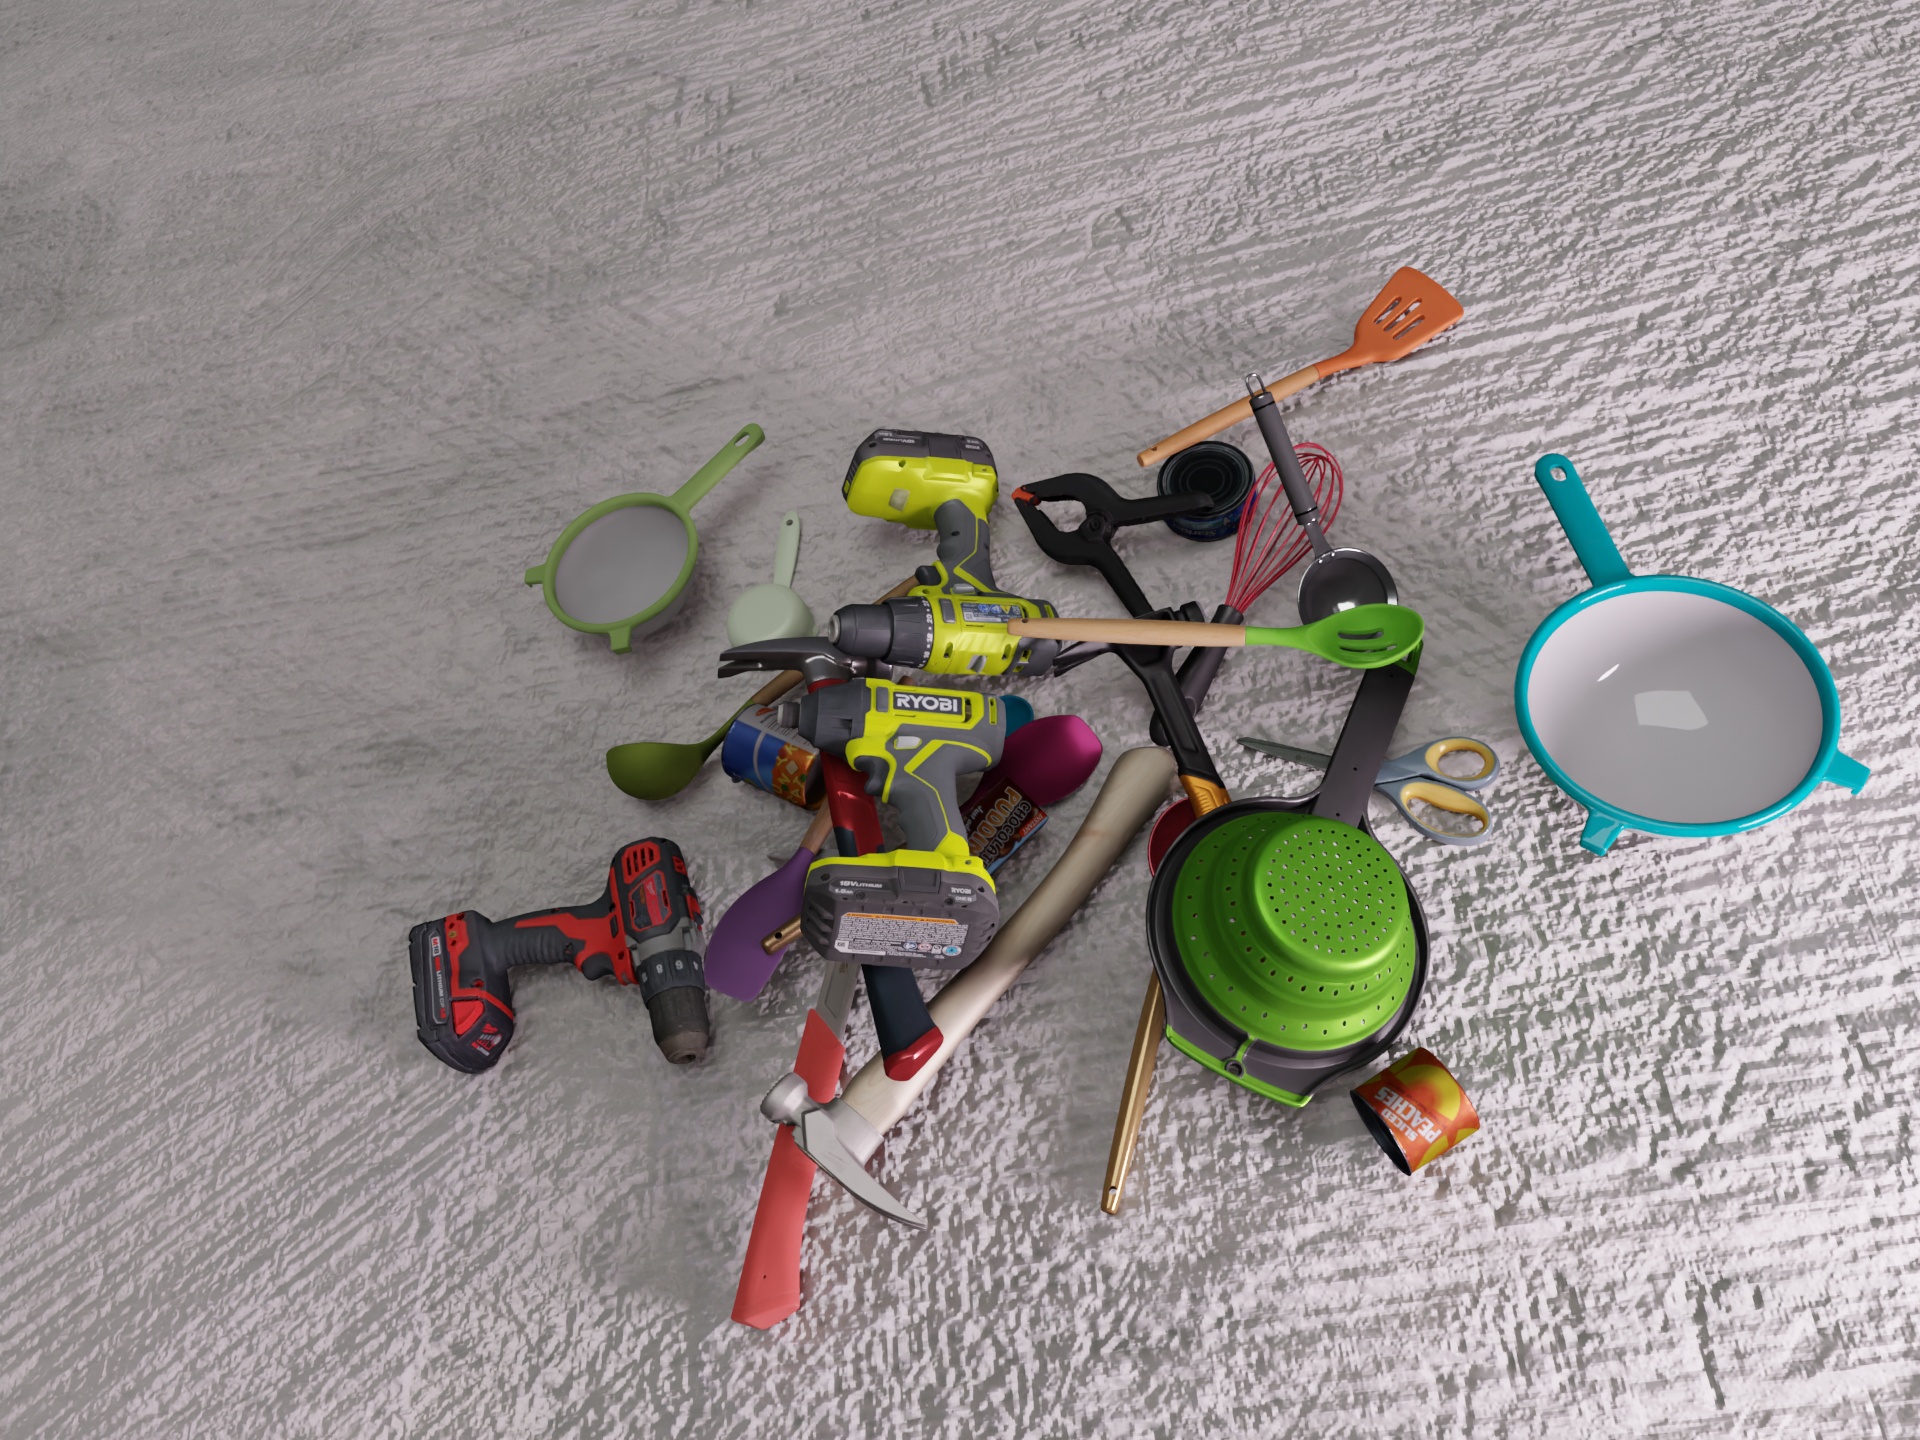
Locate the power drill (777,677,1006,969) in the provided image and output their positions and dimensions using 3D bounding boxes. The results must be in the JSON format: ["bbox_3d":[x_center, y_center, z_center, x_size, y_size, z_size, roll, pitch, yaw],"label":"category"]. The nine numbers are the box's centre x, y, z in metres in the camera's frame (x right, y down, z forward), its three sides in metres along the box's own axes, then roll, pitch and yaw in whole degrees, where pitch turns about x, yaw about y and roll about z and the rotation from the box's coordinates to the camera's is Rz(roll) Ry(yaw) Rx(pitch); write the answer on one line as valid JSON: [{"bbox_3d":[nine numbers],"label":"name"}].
[{"bbox_3d":[-0.052,0.065,1.159,0.171,0.080,0.223,5,47,-8],"label":"power drill"}]

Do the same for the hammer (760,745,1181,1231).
[{"bbox_3d":[0.042,0.180,1.185,0.146,0.038,0.411,38,70,15],"label":"hammer"}]

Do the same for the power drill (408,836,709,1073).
[{"bbox_3d":[-0.309,0.207,1.260,0.226,0.080,0.188,-19,59,1],"label":"power drill"}]

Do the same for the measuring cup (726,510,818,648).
[{"bbox_3d":[-0.166,-0.126,1.426,0.083,0.038,0.168,-2,63,14],"label":"measuring cup"}]

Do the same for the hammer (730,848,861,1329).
[{"bbox_3d":[-0.118,0.266,1.196,0.149,0.036,0.359,5,62,17],"label":"hammer"}]

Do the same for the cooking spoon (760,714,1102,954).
[{"bbox_3d":[-0.021,0.090,1.248,0.319,0.017,0.069,-33,73,-18],"label":"cooking spoon"}]

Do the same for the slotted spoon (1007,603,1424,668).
[{"bbox_3d":[0.192,-0.067,1.218,0.314,0.031,0.070,2,43,8],"label":"slotted spoon"}]

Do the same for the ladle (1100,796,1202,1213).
[{"bbox_3d":[0.146,0.204,1.167,0.069,0.031,0.316,11,67,14],"label":"ladle"}]

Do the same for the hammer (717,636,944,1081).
[{"bbox_3d":[-0.091,0.091,1.200,0.143,0.038,0.387,-3,52,-15],"label":"hammer"}]

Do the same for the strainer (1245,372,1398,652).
[{"bbox_3d":[0.280,-0.156,1.267,0.087,0.050,0.258,-26,99,-12],"label":"strainer"}]

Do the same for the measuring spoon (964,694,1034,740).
[{"bbox_3d":[-0.002,-0.004,1.318,0.128,0.021,0.042,8,57,11],"label":"measuring spoon"}]

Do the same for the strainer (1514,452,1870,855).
[{"bbox_3d":[0.493,-0.047,1.177,0.211,0.095,0.341,-14,57,4],"label":"strainer"}]

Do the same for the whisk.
[{"bbox_3d":[0.230,-0.105,1.301,0.073,0.073,0.296,24,75,25],"label":"whisk"}]

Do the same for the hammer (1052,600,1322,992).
[{"bbox_3d":[0.182,0.069,1.189,0.127,0.034,0.337,-19,65,-3],"label":"hammer"}]

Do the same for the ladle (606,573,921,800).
[{"bbox_3d":[-0.164,-0.038,1.370,0.320,0.078,0.062,-39,79,-14],"label":"ladle"}]

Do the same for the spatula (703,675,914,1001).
[{"bbox_3d":[-0.113,0.084,1.273,0.060,0.018,0.316,21,59,16],"label":"spatula"}]

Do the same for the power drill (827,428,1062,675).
[{"bbox_3d":[-0.029,-0.136,1.337,0.190,0.080,0.229,1,54,-21],"label":"power drill"}]

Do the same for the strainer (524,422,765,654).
[{"bbox_3d":[-0.263,-0.167,1.458,0.152,0.069,0.256,34,74,30],"label":"strainer"}]

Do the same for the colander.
[{"bbox_3d":[0.271,0.069,1.122,0.204,0.094,0.397,26,61,4],"label":"colander"}]

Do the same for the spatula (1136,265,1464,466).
[{"bbox_3d":[0.289,-0.300,1.386,0.322,0.041,0.081,-29,58,-14],"label":"spatula"}]
